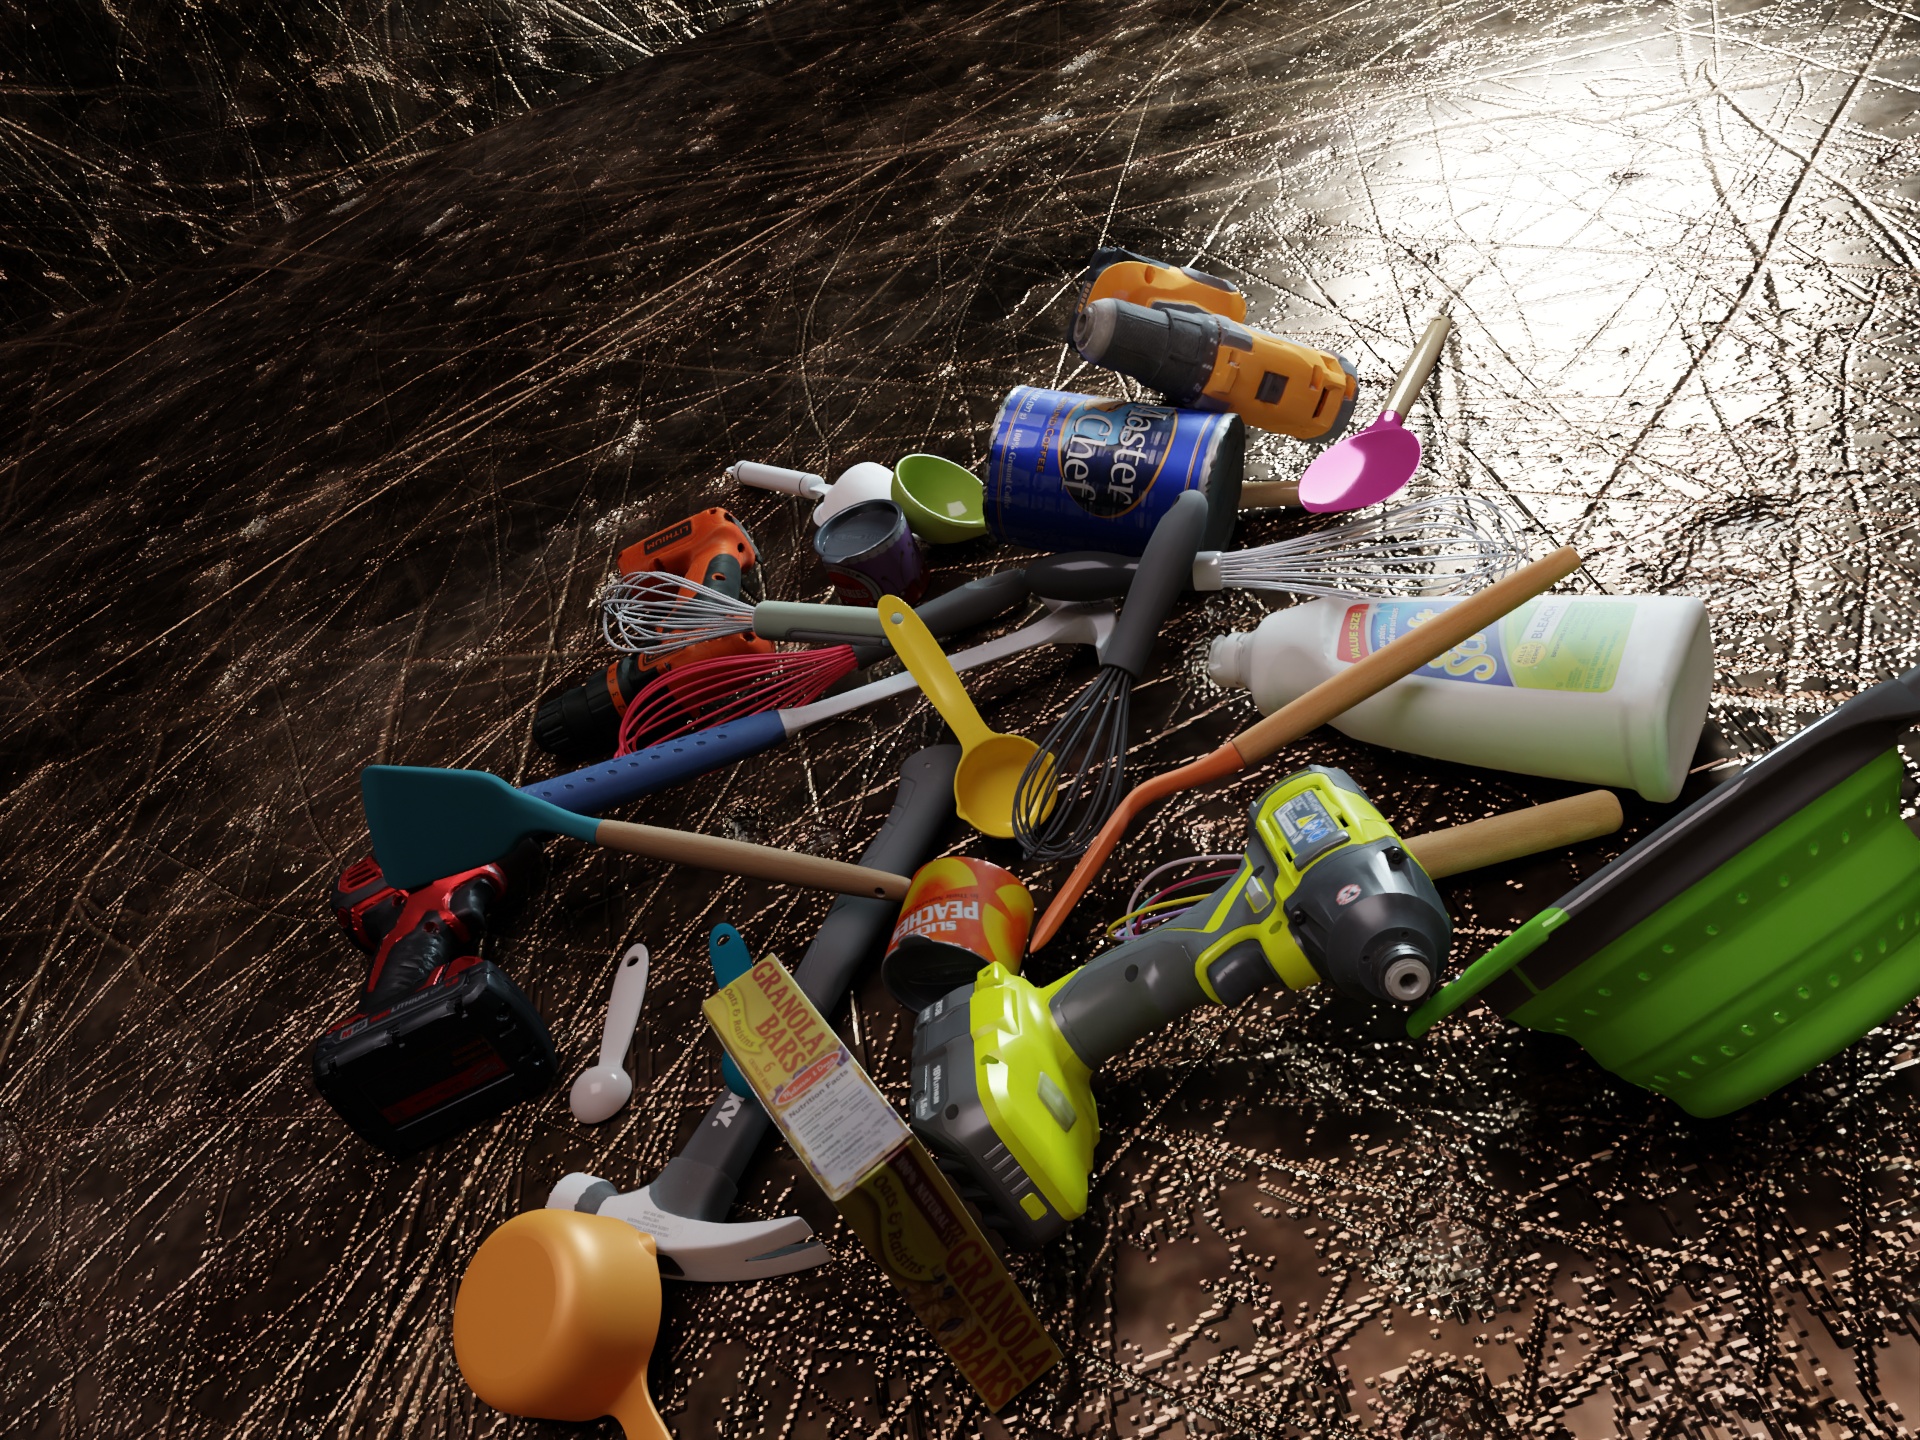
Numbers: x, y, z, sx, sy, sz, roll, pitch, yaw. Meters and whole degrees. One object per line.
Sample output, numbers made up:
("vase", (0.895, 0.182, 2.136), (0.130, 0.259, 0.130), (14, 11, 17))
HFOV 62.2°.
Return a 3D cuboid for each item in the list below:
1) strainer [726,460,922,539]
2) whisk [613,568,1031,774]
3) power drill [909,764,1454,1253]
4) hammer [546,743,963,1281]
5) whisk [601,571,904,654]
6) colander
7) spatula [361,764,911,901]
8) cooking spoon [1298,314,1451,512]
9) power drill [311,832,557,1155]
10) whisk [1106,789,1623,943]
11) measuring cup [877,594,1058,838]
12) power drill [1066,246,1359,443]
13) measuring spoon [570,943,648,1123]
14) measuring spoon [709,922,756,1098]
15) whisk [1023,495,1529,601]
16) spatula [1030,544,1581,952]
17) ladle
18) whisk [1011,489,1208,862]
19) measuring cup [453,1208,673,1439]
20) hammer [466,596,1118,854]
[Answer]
("strainer", (-0.112, -0.182, 1.237), (0.087, 0.050, 0.259), (-29, 31, -32))
("whisk", (-0.087, -0.036, 1.032), (0.296, 0.073, 0.073), (-24, 36, -7))
("power drill", (0.091, 0.115, 0.658), (0.223, 0.080, 0.171), (-35, 13, 9))
("hammer", (-0.069, 0.137, 0.828), (0.146, 0.035, 0.335), (2, 45, 33))
("whisk", (-0.130, -0.063, 1.002), (0.246, 0.057, 0.059), (6, 69, 30))
("colander", (0.359, 0.051, 0.633), (0.397, 0.204, 0.095), (-25, 68, -26))
("spatula", (-0.178, 0.073, 0.867), (0.317, 0.082, 0.044), (8, 28, 19))
("cooking spoon", (0.273, -0.196, 0.991), (0.069, 0.017, 0.319), (-4, 29, 30))
("power drill", (-0.301, 0.134, 0.935), (0.143, 0.078, 0.220), (-26, 34, -1))
("whisk", (0.188, 0.073, 0.751), (0.245, 0.047, 0.051), (-16, 37, 8))
("measuring cup", (-0.001, -0.003, 0.889), (0.062, 0.029, 0.156), (-32, 79, -6))
("power drill", (0.140, -0.256, 1.064), (0.185, 0.084, 0.226), (11, 22, -20))
("measuring spoon", (-0.192, 0.166, 0.876), (0.034, 0.018, 0.124), (-15, 37, 14))
("measuring spoon", (-0.113, 0.138, 0.804), (0.042, 0.021, 0.129), (-29, 37, -3))
("whisk", (0.174, -0.086, 0.909), (0.284, 0.070, 0.070), (-2, 42, 17))
("spatula", (0.162, 0.012, 0.776), (0.322, 0.041, 0.081), (-31, -1, 5))
("ladle", (0.099, -0.157, 1.070), (0.320, 0.062, 0.078), (0, 28, 26))
("whisk", (0.086, -0.028, 0.861), (0.055, 0.055, 0.239), (9, 65, 37))
("measuring cup", (-0.159, 0.282, 0.673), (0.095, 0.052, 0.174), (-50, 47, 4))
("hammer", (-0.095, 0.000, 0.948), (0.405, 0.035, 0.144), (-19, 28, -5))
